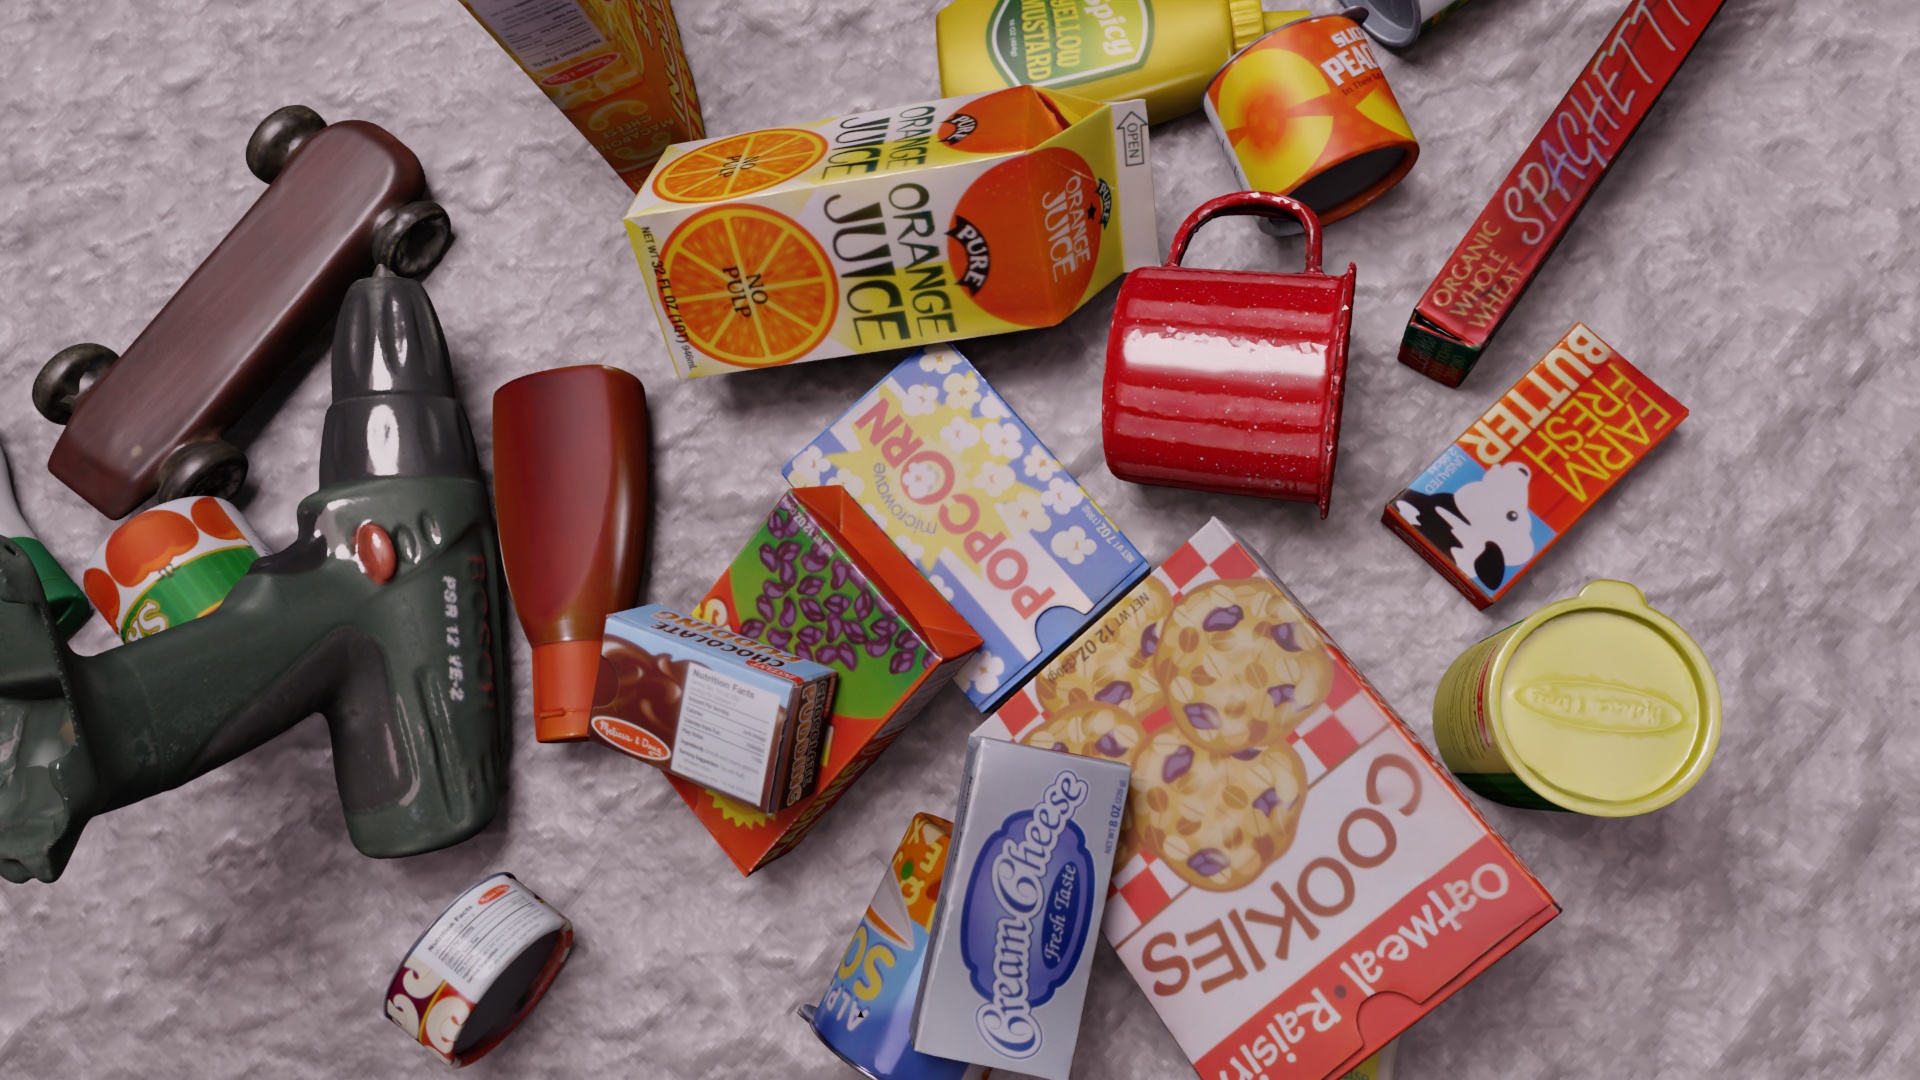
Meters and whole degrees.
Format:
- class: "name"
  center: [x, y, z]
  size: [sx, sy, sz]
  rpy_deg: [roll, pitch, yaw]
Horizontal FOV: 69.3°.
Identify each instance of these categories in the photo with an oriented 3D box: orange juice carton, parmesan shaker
- class: "orange juice carton"
  center: [-0.021, -0.122, 0.537]
  size: [0.193, 0.071, 0.073]
  rpy_deg: [-7, 36, 8]
- class: "parmesan shaker"
  center: [0.201, 0.055, 0.464]
  size: [0.071, 0.103, 0.071]
  rpy_deg: [-2, 80, 9]

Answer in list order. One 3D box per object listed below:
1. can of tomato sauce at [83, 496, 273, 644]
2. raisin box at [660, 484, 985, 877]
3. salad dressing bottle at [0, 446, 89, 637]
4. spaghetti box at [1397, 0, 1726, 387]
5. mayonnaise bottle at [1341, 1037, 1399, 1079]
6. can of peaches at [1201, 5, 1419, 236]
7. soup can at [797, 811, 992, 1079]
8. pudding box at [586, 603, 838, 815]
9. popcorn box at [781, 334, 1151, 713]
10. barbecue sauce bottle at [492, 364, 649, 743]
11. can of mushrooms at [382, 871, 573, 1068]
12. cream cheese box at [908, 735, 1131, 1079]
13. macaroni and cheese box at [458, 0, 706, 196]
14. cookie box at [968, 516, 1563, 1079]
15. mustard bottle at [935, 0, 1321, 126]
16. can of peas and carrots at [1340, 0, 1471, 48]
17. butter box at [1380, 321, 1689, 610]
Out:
- class: "can of tomato sauce"
  center: [-0.307, 0.033, 0.571]
  size: [0.071, 0.071, 0.083]
  rpy_deg: [-45, 75, -1]
- class: "raisin box"
  center: [-0.063, 0.052, 0.520]
  size: [0.086, 0.040, 0.123]
  rpy_deg: [47, 113, 14]
- class: "salad dressing bottle"
  center: [-0.446, -0.013, 0.617]
  size: [0.064, 0.044, 0.148]
  rpy_deg: [-45, 77, -3]
- class: "spaghetti box"
  center: [0.248, -0.169, 0.527]
  size: [0.029, 0.050, 0.250]
  rpy_deg: [35, 87, 15]
- class: "mayonnaise bottle"
  center: [0.126, 0.171, 0.486]
  size: [0.065, 0.041, 0.148]
  rpy_deg: [1, 79, 13]
- class: "can of peaches"
  center: [0.136, -0.159, 0.534]
  size: [0.071, 0.071, 0.058]
  rpy_deg: [-22, 78, 5]
- class: "soup can"
  center: [-0.008, 0.148, 0.500]
  size: [0.071, 0.071, 0.084]
  rpy_deg: [25, 84, 13]
- class: "pudding box"
  center: [-0.089, 0.058, 0.494]
  size: [0.084, 0.030, 0.049]
  rpy_deg: [17, 103, 23]
- class: "popcorn box"
  center: [0.002, -0.007, 0.543]
  size: [0.085, 0.038, 0.127]
  rpy_deg: [-41, 76, -1]
- class: "barbecue sauce bottle"
  center: [-0.157, 0.006, 0.564]
  size: [0.065, 0.043, 0.148]
  rpy_deg: [-10, 78, 21]
- class: "can of mushrooms"
  center: [-0.182, 0.164, 0.528]
  size: [0.033, 0.071, 0.071]
  rpy_deg: [32, 86, 13]
- class: "cream cheese box"
  center: [0.019, 0.120, 0.458]
  size: [0.053, 0.024, 0.104]
  rpy_deg: [12, 85, -4]
- class: "macaroni and cheese box"
  center: [-0.153, -0.226, 0.545]
  size: [0.040, 0.166, 0.124]
  rpy_deg: [-18, 78, 6]
- class: "cookie box"
  center: [0.097, 0.094, 0.474]
  size: [0.122, 0.040, 0.168]
  rpy_deg: [-43, 60, 12]
- class: "mustard bottle"
  center: [0.071, -0.200, 0.563]
  size: [0.160, 0.049, 0.065]
  rpy_deg: [-8, 80, 8]
- class: "can of peas and carrots"
  center: [0.181, -0.239, 0.545]
  size: [0.059, 0.071, 0.071]
  rpy_deg: [-35, 76, 2]
- class: "butter box"
  center: [0.213, -0.028, 0.519]
  size: [0.103, 0.024, 0.053]
  rpy_deg: [-44, 75, -1]
